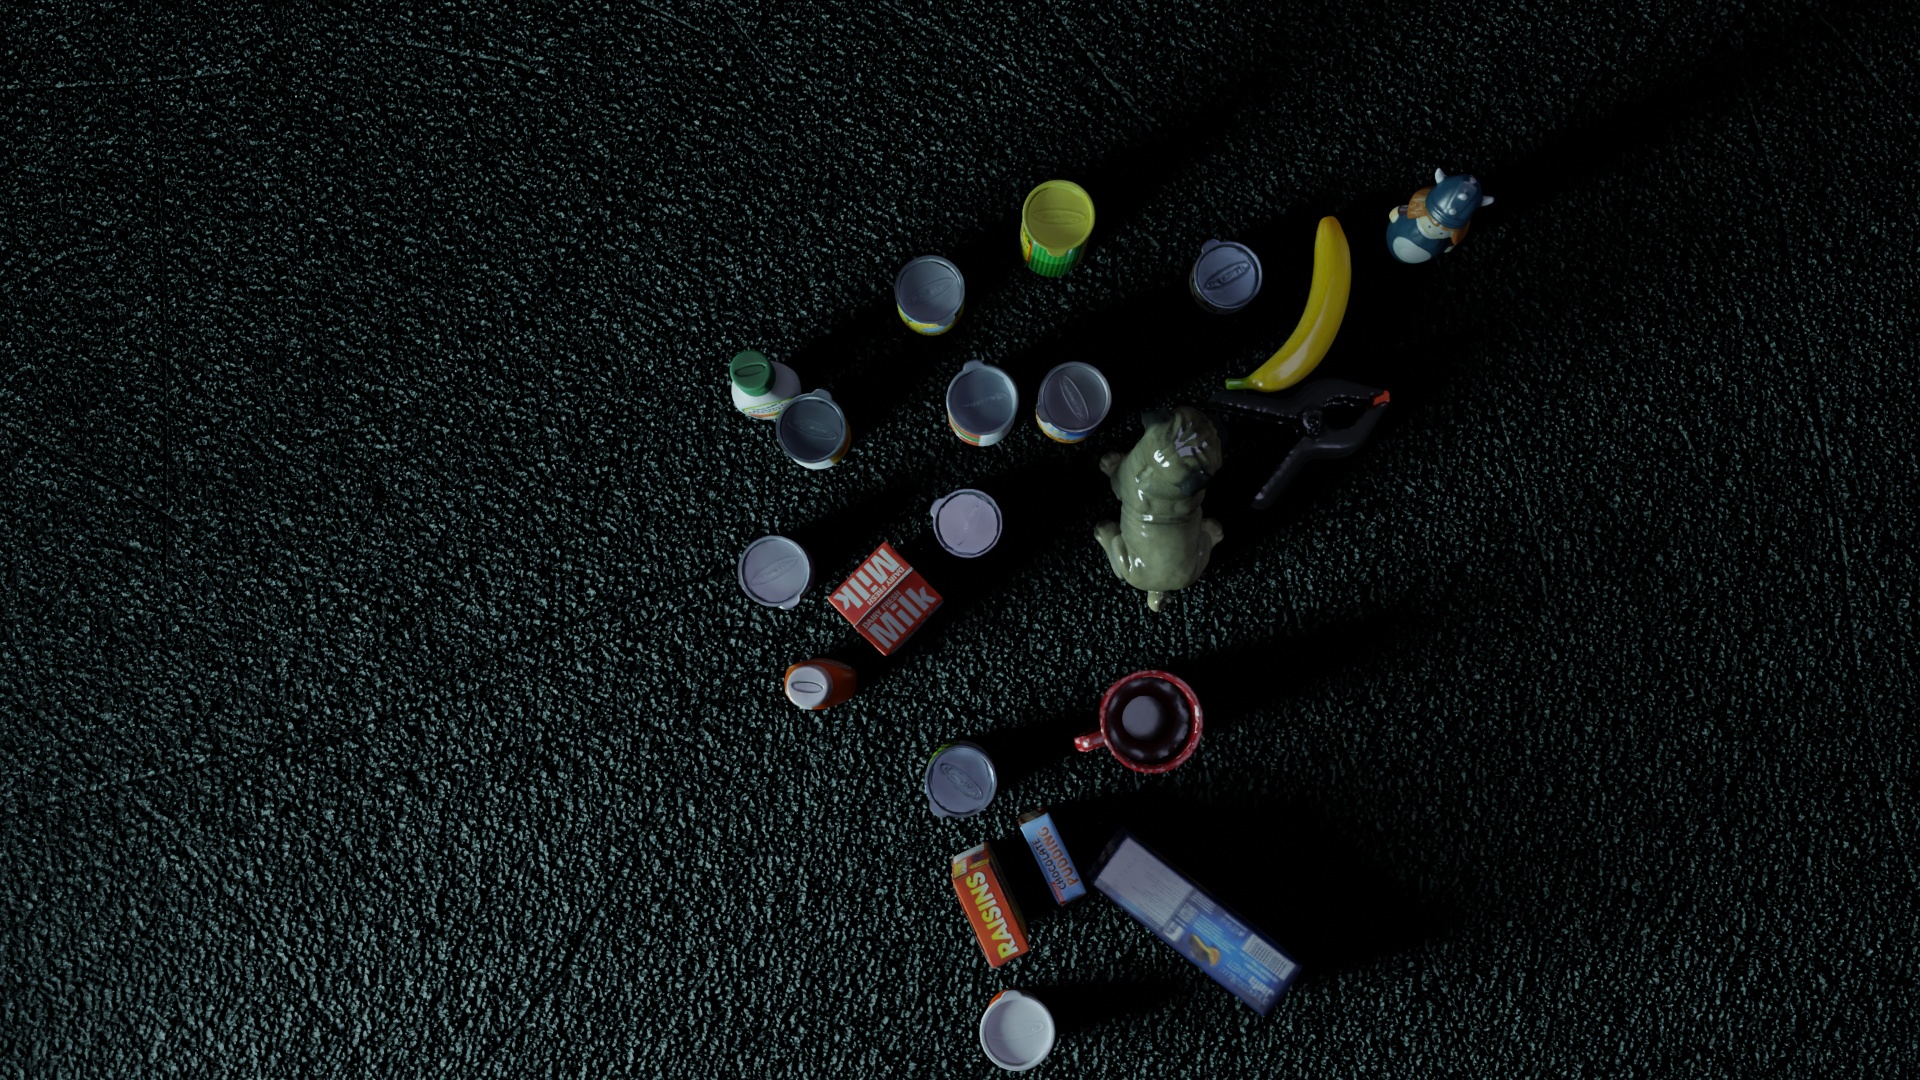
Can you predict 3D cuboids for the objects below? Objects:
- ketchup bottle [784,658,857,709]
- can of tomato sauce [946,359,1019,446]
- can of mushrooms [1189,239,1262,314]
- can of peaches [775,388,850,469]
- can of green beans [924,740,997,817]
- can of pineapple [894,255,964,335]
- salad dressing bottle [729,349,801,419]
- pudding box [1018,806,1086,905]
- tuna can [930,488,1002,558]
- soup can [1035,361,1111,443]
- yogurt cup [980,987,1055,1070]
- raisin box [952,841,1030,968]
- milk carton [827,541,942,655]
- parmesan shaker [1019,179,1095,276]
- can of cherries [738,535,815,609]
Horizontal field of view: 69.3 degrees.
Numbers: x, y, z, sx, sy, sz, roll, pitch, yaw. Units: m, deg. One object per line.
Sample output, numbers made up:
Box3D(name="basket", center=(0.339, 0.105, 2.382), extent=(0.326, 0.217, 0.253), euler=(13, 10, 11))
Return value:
Box3D(name="ketchup bottle", center=(-0.130, 0.130, 1.256), extent=(0.065, 0.148, 0.043), euler=(6, 86, 0))
Box3D(name="can of tomato sauce", center=(0.019, -0.128, 1.309), extent=(0.071, 0.083, 0.071), euler=(0, 86, 0))
Box3D(name="can of mushrooms", center=(0.255, -0.256, 1.344), extent=(0.071, 0.033, 0.071), euler=(0, 86, 0))
Box3D(name="can of peaches", center=(-0.138, -0.105, 1.319), extent=(0.071, 0.058, 0.071), euler=(0, 86, 0))
Box3D(name="can of green beans", center=(0.000, 0.222, 1.296), extent=(0.071, 0.058, 0.071), euler=(0, 86, 0))
Box3D(name="can of pineapple", center=(-0.029, -0.232, 1.329), extent=(0.071, 0.058, 0.071), euler=(0, 86, 0))
Box3D(name="salad dressing bottle", center=(-0.183, -0.144, 1.277), extent=(0.064, 0.147, 0.044), euler=(-13, 87, -1))
Box3D(name="pudding box", center=(0.085, 0.293, 1.295), extent=(0.030, 0.049, 0.083), euler=(-26, 86, -2))
Box3D(name="tuna can", center=(0.005, -0.017, 1.326), extent=(0.071, 0.033, 0.071), euler=(0, 86, 0))
Box3D(name="soup can", center=(0.102, -0.128, 1.309), extent=(0.071, 0.083, 0.071), euler=(0, 86, 0))
Box3D(name="yogurt cup", center=(0.052, 0.447, 1.281), extent=(0.072, 0.054, 0.072), euler=(0, 86, 0))
Box3D(name="raisin box", center=(0.026, 0.327, 1.255), extent=(0.040, 0.123, 0.086), euler=(-25, 87, -2))
Box3D(name="milk carton", center=(-0.065, 0.053, 1.241), extent=(0.073, 0.190, 0.072), euler=(44, 87, 2))
Box3D(name="parmesan shaker", center=(0.089, -0.290, 1.311), extent=(0.071, 0.103, 0.071), euler=(0, 86, 0))
Box3D(name="can of cherries", center=(-0.171, 0.032, 1.309), extent=(0.071, 0.058, 0.071), euler=(0, 86, 0))
